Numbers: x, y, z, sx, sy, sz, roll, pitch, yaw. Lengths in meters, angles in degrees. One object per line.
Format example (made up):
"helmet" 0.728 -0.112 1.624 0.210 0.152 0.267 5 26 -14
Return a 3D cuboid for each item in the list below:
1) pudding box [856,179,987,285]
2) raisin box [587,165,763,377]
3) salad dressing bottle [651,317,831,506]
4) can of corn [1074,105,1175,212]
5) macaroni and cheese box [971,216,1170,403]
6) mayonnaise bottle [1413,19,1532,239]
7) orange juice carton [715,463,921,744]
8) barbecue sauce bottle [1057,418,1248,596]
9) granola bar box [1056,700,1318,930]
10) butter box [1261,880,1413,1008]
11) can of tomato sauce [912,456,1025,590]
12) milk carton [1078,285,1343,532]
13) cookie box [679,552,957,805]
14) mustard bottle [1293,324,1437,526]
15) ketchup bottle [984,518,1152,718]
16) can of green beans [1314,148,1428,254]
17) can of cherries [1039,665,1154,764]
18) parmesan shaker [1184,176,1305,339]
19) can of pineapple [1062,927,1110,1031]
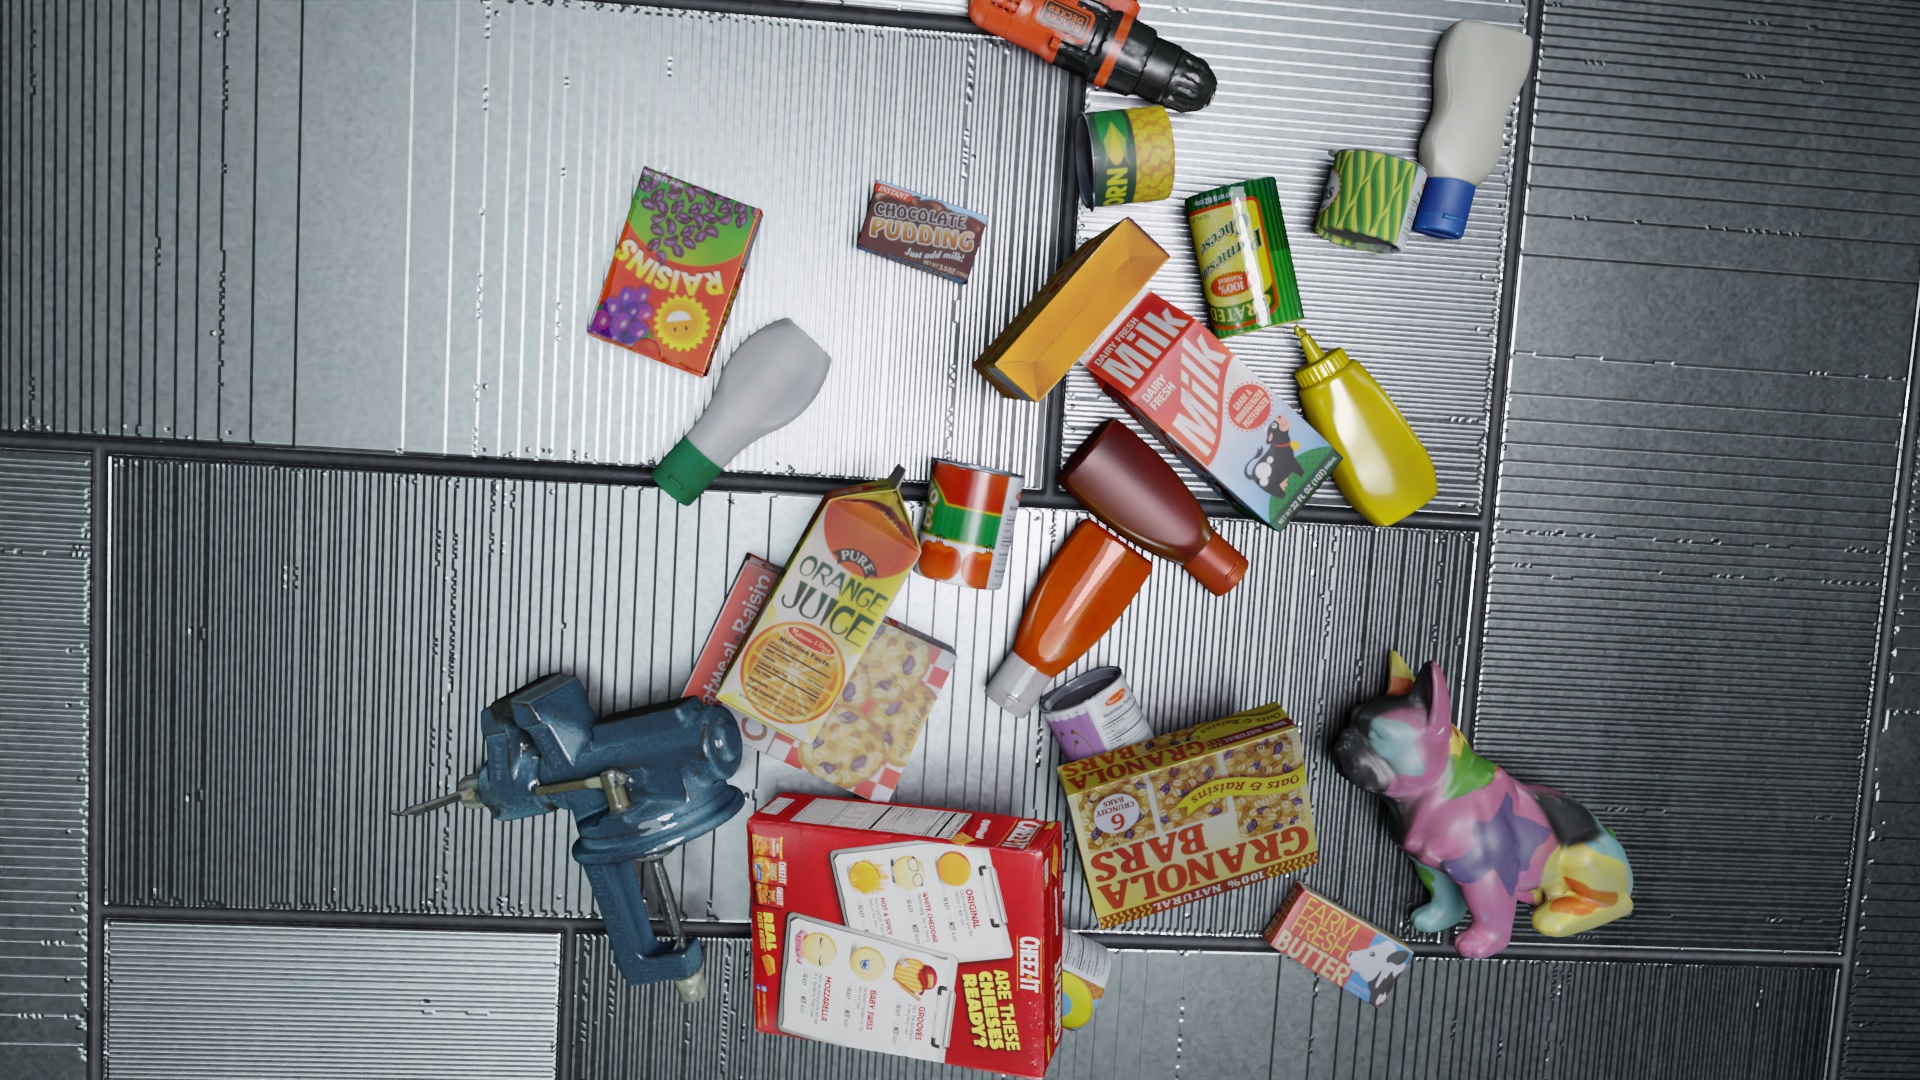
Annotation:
"pudding box" -0.027 -0.218 0.983 0.084 0.030 0.049 18 93 -6
"raisin box" -0.197 -0.186 0.968 0.086 0.040 0.123 20 94 -7
"salad dressing bottle" -0.156 -0.089 0.979 0.064 0.044 0.147 43 92 -9
"can of corn" 0.115 -0.266 0.972 0.058 0.071 0.071 -7 96 -4
"macaroni and cheese box" 0.068 -0.149 0.929 0.040 0.166 0.123 42 91 -8
"mayonnaise bottle" 0.363 -0.294 1.004 0.065 0.041 0.148 13 95 -4
"orange juice carton" -0.086 0.033 0.940 0.073 0.072 0.192 29 91 -8
"barbecue sauce bottle" 0.144 -0.019 1.009 0.148 0.043 0.065 41 84 -8
"granola bar box" 0.161 0.194 0.981 0.166 0.039 0.123 -16 116 -3
"butter box" 0.288 0.308 1.061 0.103 0.024 0.053 31 92 -7
"can of tomato sauce" 0.004 -0.012 0.988 0.071 0.071 0.083 11 95 -6
"milk carton" 0.168 -0.096 0.977 0.190 0.073 0.072 40 91 -15
"cookie box" -0.104 0.100 1.002 0.167 0.040 0.123 25 93 -7
"mustard bottle" 0.285 -0.090 1.012 0.065 0.049 0.160 -31 96 -1
"ketchup bottle" 0.074 0.060 1.011 0.065 0.043 0.148 35 92 -4
"can of green beans" 0.291 -0.241 0.989 0.071 0.071 0.057 15 95 -6
"can of cherries" 0.098 0.132 1.011 0.071 0.071 0.058 -28 98 -1
"parmesan shaker" 0.199 -0.199 0.987 0.071 0.071 0.103 -14 96 -3
"can of pineapple" 0.069 0.320 1.024 0.058 0.071 0.071 27 93 -7
